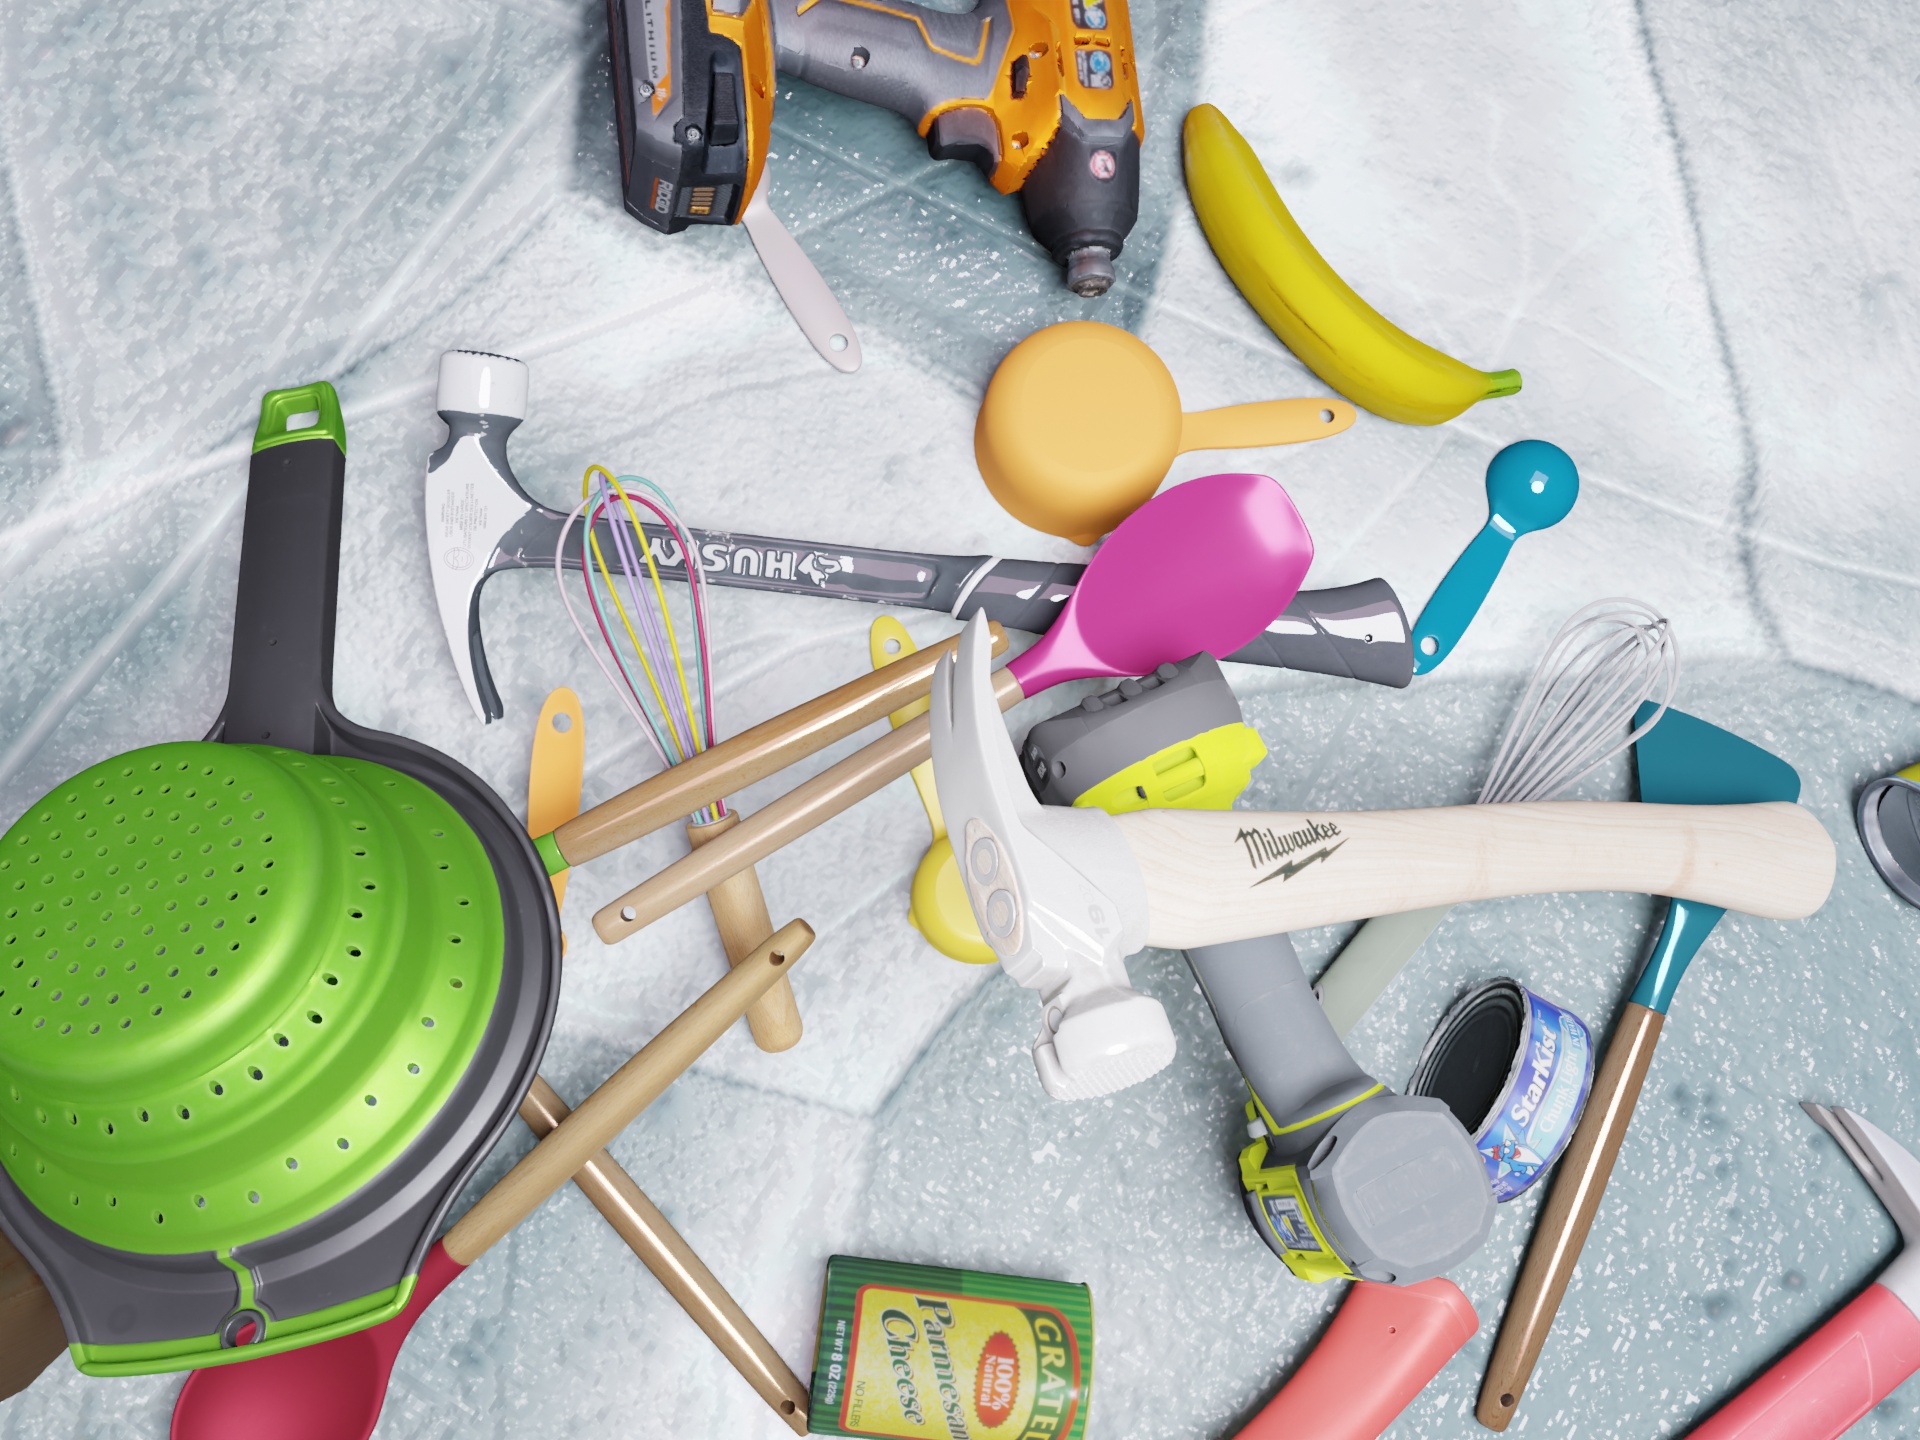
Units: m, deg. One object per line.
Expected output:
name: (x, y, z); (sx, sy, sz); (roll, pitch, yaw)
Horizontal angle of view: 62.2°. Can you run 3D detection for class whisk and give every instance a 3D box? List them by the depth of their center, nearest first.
whisk: (-0.105, 0.018, 0.628); (0.047, 0.051, 0.245); (-8, 105, 30)
whisk: (0.223, 0.046, 0.677); (0.059, 0.058, 0.246); (41, 85, -6)

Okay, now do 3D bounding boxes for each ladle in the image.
ladle: (-0.172, 0.182, 0.598); (0.315, 0.031, 0.069); (-42, 98, 5)
ladle: (-0.164, 0.160, 0.622); (0.078, 0.062, 0.320); (-41, 89, 5)

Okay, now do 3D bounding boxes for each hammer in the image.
hammer: (0.177, 0.039, 0.562); (0.410, 0.038, 0.146); (1, 57, -33)
hammer: (0.066, 0.337, 0.584); (0.359, 0.036, 0.149); (-34, 59, -19)
hammer: (0.262, 0.319, 0.640); (0.386, 0.038, 0.143); (-34, 84, -9)
hammer: (-0.015, -0.052, 0.654); (0.409, 0.036, 0.149); (7, 97, -2)

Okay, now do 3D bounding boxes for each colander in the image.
colander: (-0.253, 0.006, 0.548); (0.204, 0.094, 0.398); (-11, 58, 0)

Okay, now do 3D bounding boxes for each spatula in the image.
spatula: (0.280, 0.147, 0.678); (0.082, 0.044, 0.317); (24, 85, -2)

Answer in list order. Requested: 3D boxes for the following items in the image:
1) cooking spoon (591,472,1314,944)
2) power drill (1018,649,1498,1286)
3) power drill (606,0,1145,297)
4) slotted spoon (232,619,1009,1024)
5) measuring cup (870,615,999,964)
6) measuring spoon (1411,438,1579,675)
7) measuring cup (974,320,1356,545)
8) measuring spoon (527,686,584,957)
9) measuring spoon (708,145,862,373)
cooking spoon: (-0.001, -0.002, 0.617); (0.319, 0.017, 0.069); (-31, 94, -7)
power drill: (0.103, 0.101, 0.605); (0.080, 0.171, 0.223); (-23, 75, -10)
power drill: (-0.029, -0.260, 0.677); (0.226, 0.084, 0.164); (-4, 81, -17)
slotted spoon: (-0.125, 0.034, 0.589); (0.314, 0.031, 0.070); (-26, 96, -4)
measuring cup: (-0.008, 0.026, 0.668); (0.062, 0.029, 0.156); (-18, 82, -7)
measuring spoon: (0.236, -0.074, 0.707); (0.042, 0.021, 0.128); (35, 79, 1)
measuring cup: (0.093, -0.132, 0.689); (0.173, 0.052, 0.095); (-6, 82, -4)
measuring spoon: (-0.165, 0.043, 0.646); (0.021, 0.011, 0.117); (6, 98, -3)
measuring spoon: (-0.078, -0.208, 0.704); (0.034, 0.018, 0.124); (-31, 84, -9)
